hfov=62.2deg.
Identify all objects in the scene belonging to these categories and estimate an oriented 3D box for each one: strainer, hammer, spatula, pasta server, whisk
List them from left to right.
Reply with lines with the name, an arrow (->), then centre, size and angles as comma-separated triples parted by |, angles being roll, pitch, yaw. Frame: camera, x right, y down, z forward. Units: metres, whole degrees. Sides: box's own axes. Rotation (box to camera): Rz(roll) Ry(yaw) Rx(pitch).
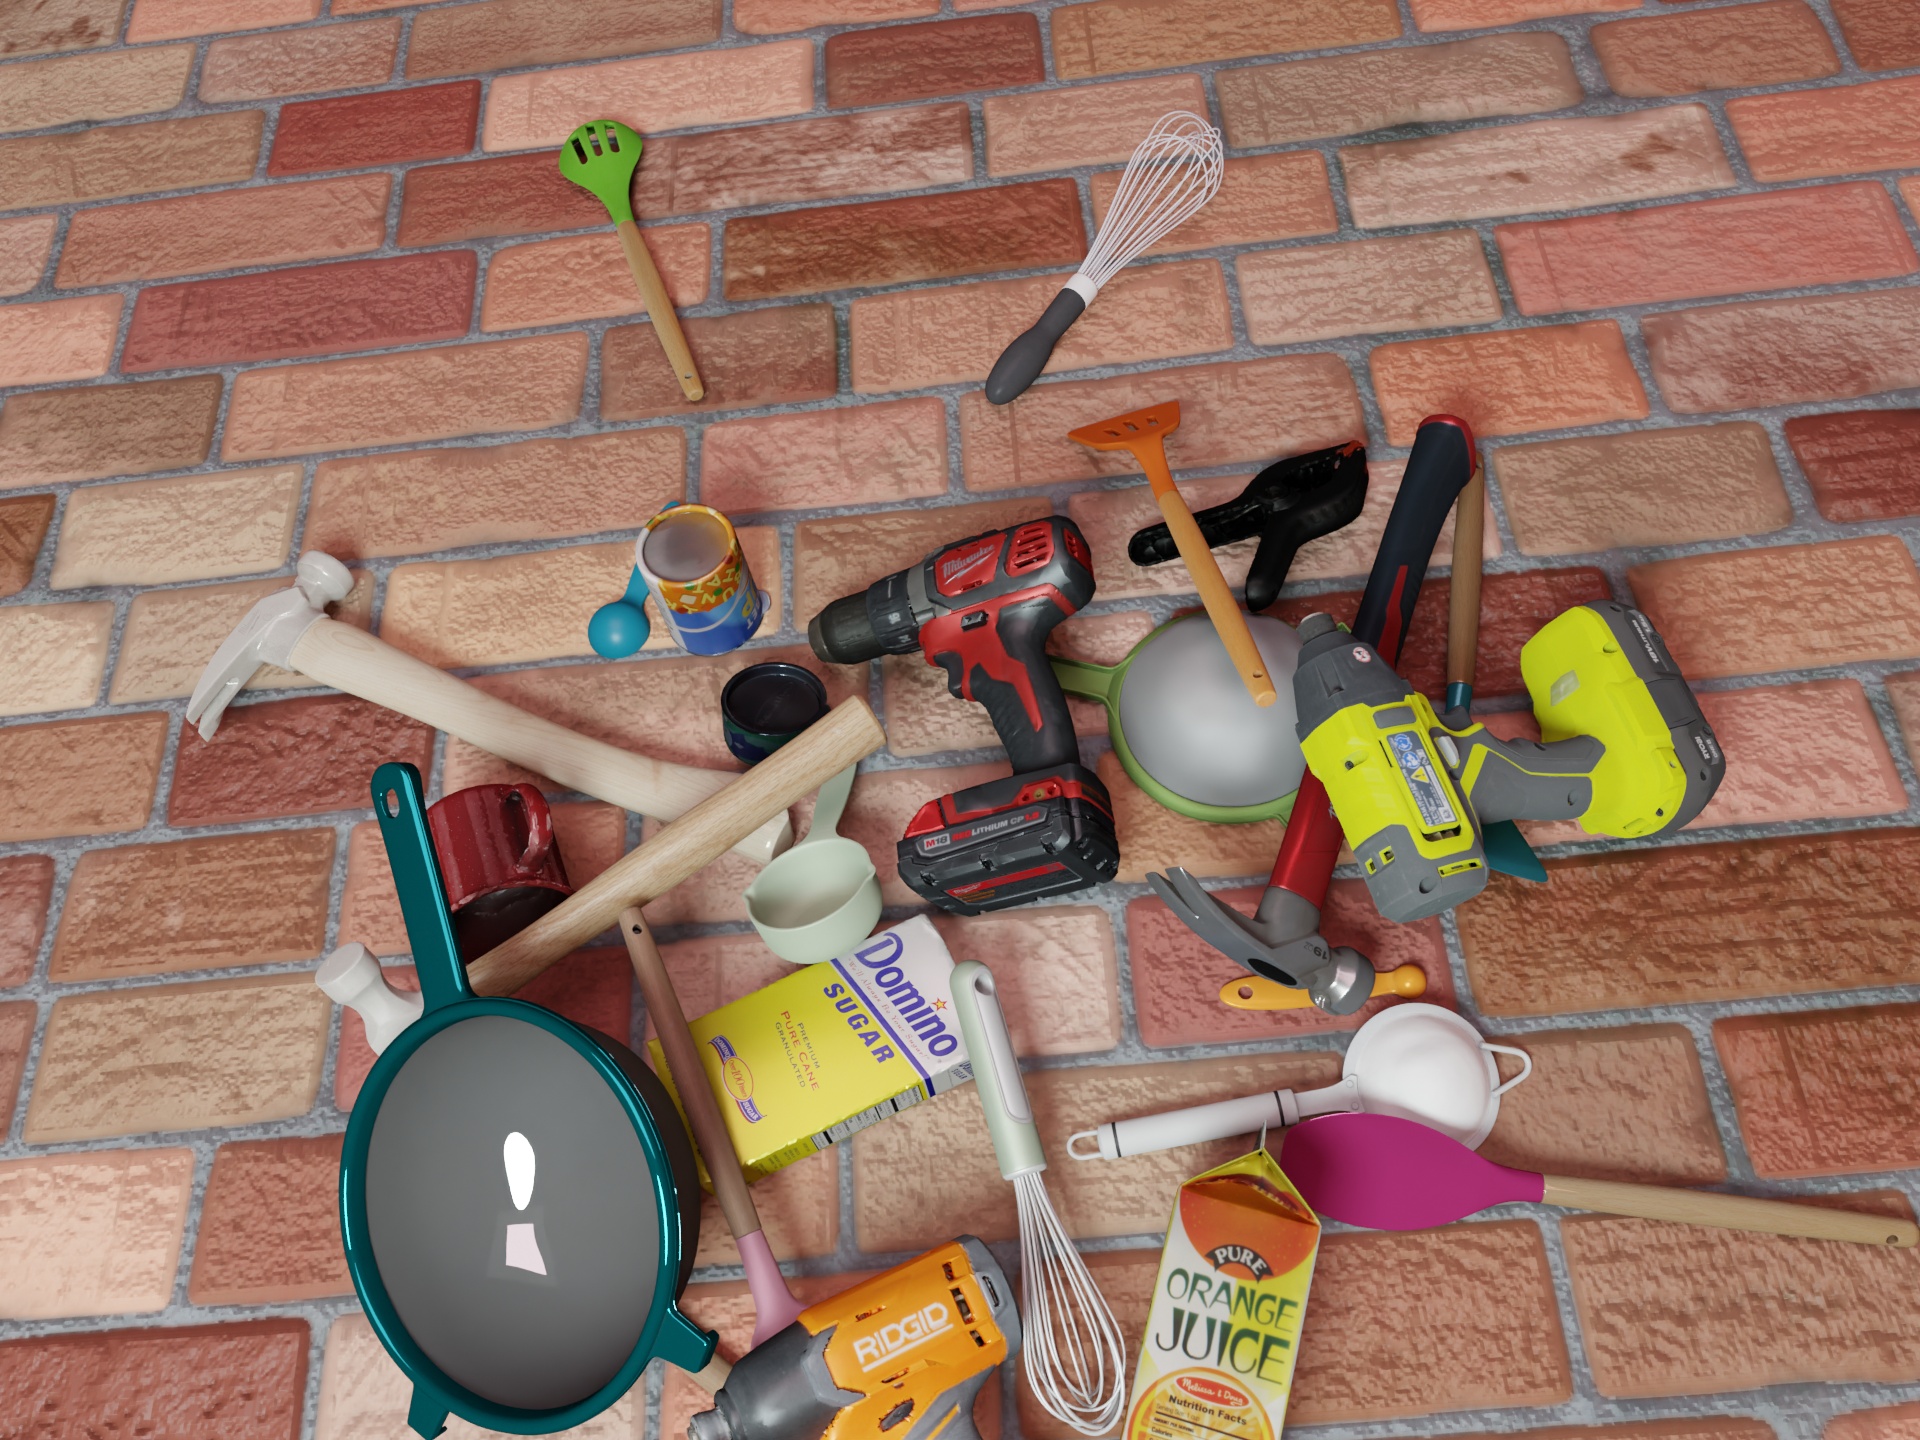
hammer -> -0.297, 0.013, 1.017 | 0.411, 0.038, 0.146 | 21, 62, 16
strainer -> -0.228, 0.182, 0.826 | 0.211, 0.095, 0.340 | -23, 78, 24
hammer -> -0.183, 0.093, 0.902 | 0.331, 0.130, 0.031 | -34, 31, -6
pasta server -> -0.119, 0.240, 0.828 | 0.060, 0.040, 0.316 | -17, 72, -24
spatula -> -0.099, 0.357, 0.821 | 0.316, 0.018, 0.060 | 30, 58, 20
whisk -> 0.036, 0.243, 0.829 | 0.057, 0.059, 0.246 | 1, 65, -42
whisk -> 0.106, -0.333, 1.155 | 0.070, 0.070, 0.285 | 31, 74, 21
strainer -> 0.114, -0.029, 0.977 | 0.256, 0.069, 0.152 | 13, 64, 11
spatula -> 0.139, -0.116, 0.988 | 0.081, 0.041, 0.323 | -16, 45, 1
strainer -> 0.184, 0.209, 0.859 | 0.258, 0.050, 0.087 | -12, 75, 4
hammer -> 0.225, -0.034, 0.929 | 0.143, 0.038, 0.386 | 33, 64, -20
spatula -> 0.316, -0.046, 0.978 | 0.082, 0.044, 0.318 | 18, 61, -11

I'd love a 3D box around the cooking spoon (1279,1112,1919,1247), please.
cooking spoon -> 0.327, 0.246, 0.824 | 0.319, 0.068, 0.017 | 6, 18, 6

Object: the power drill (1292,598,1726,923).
power drill -> 0.295, 0.007, 0.880 | 0.223, 0.080, 0.171 | -9, 67, -25

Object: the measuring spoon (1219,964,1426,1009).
measuring spoon -> 0.205, 0.150, 0.901 | 0.117, 0.011, 0.021 | -5, 61, 4

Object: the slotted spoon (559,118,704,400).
slotted spoon -> -0.248, -0.364, 1.226 | 0.070, 0.031, 0.314 | -22, 63, -4

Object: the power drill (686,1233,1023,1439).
power drill -> -0.018, 0.375, 0.731 | 0.164, 0.084, 0.227 | -17, 70, -24

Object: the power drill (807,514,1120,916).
power drill -> -0.002, -0.003, 0.954 | 0.188, 0.080, 0.227 | -16, 63, 21

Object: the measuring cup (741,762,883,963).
measuring cup -> -0.076, 0.080, 0.948 | 0.083, 0.038, 0.168 | -12, 32, 15

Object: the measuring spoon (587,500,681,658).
measuring spoon -> -0.218, -0.101, 1.081 | 0.042, 0.021, 0.129 | 12, 65, 13
